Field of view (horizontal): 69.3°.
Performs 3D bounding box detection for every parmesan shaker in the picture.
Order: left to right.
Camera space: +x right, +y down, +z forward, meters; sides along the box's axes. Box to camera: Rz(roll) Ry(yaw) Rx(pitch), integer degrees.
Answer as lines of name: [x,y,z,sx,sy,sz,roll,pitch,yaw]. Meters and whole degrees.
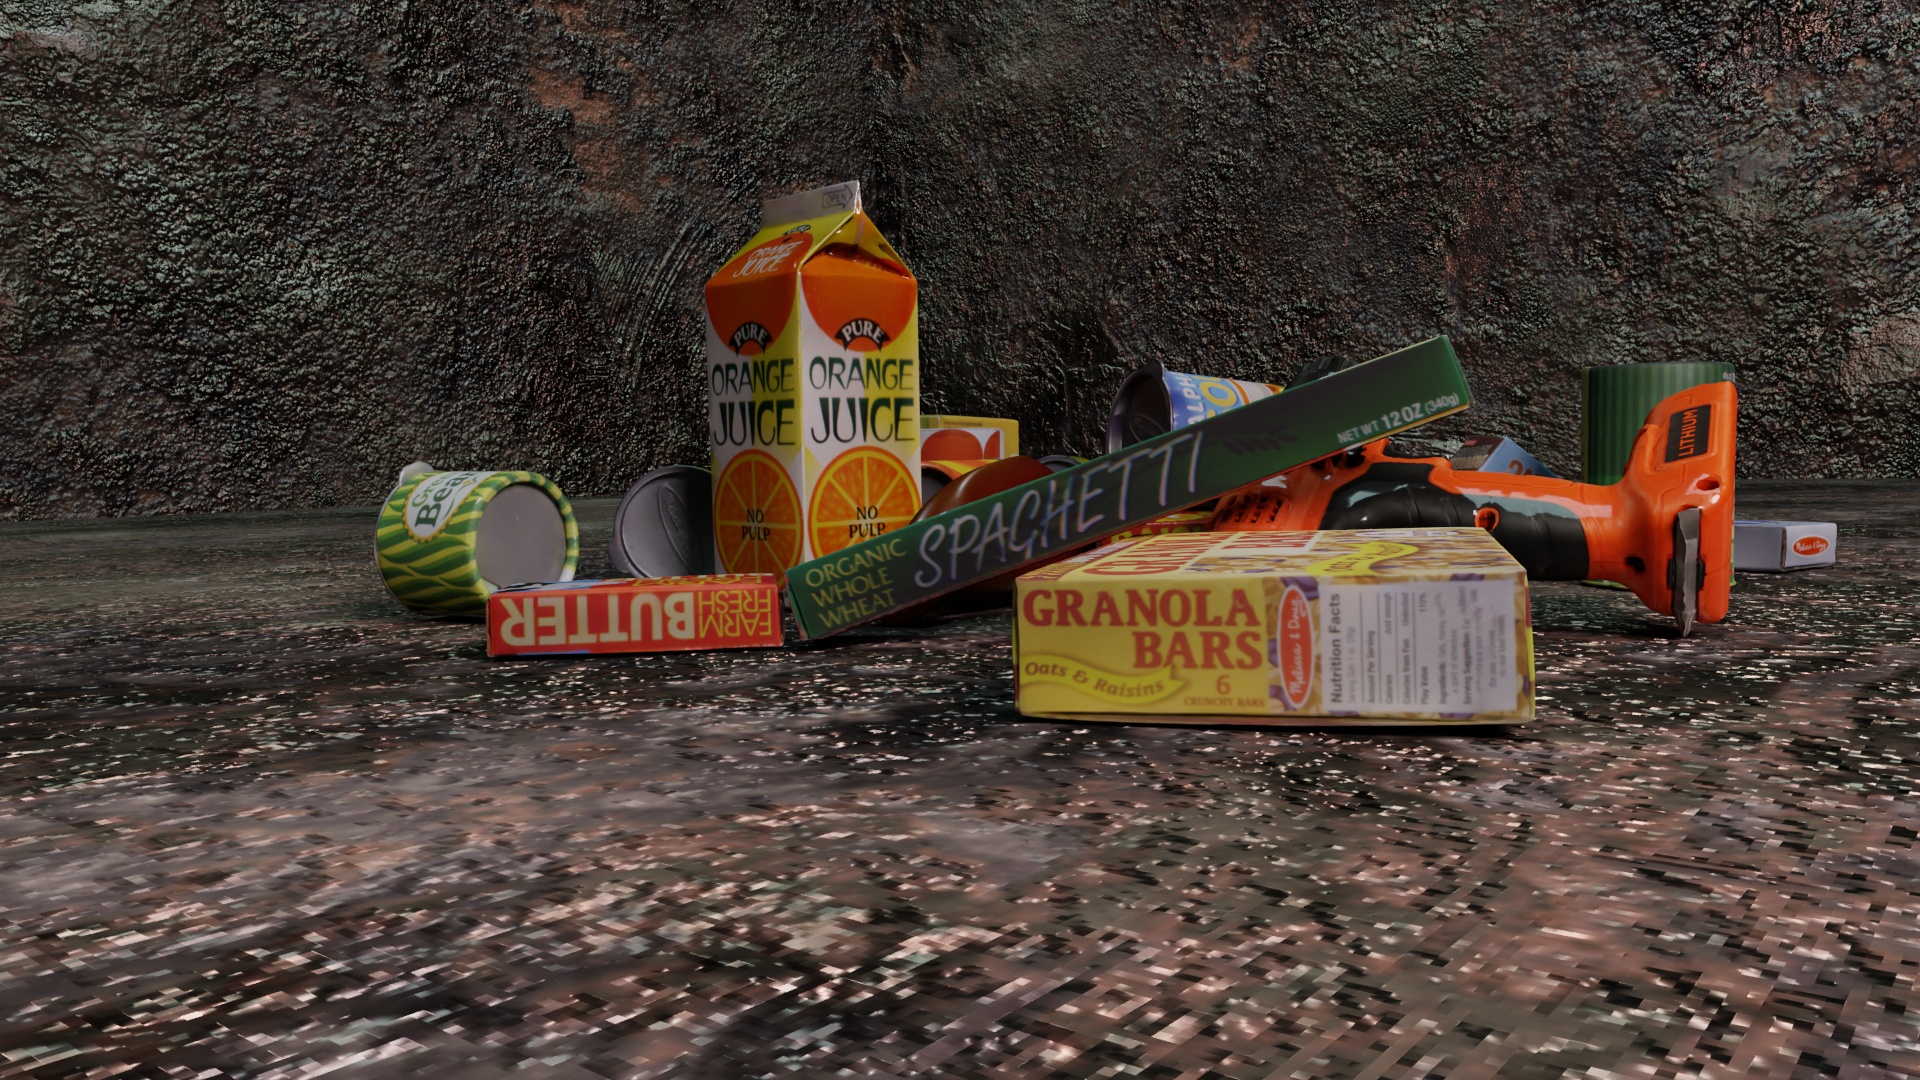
parmesan shaker: [0.326,-0.031,0.652,0.071,0.103,0.071,-1,3,0]

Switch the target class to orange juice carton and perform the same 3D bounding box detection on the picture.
orange juice carton: [-0.069,-0.067,0.650,0.073,0.192,0.072,-5,6,-44]

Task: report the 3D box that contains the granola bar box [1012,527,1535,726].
granola bar box: [0.096,0.021,0.412,0.124,0.039,0.166,-1,3,18]

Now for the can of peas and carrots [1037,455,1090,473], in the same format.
can of peas and carrots: [0.078,-0.028,1.018,0.071,0.071,0.059,0,3,16]

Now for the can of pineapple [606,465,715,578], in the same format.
can of pineapple: [-0.148,-0.007,0.731,0.071,0.071,0.058,-2,3,-8]

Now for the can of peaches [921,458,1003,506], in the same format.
can of peaches: [0.003,-0.009,0.724,0.071,0.071,0.058,1,4,40]

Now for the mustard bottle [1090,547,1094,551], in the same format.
mustard bottle: [0.069,-0.012,0.885,0.065,0.048,0.160,-2,4,-13]

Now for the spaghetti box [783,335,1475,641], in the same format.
spaghetti box: [0.057,-0.017,0.505,0.250,0.028,0.050,-20,-1,3]

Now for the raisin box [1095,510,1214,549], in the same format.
raisin box: [0.125,0.006,0.646,0.123,0.040,0.086,-2,4,6]

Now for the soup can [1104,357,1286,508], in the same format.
soup can: [0.125,-0.051,0.690,0.084,0.071,0.071,4,1,-21]

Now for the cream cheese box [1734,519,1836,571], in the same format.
cream cheese box: [0.405,0.001,0.748,0.053,0.024,0.104,-2,3,-33]

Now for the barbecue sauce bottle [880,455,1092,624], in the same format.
barbecue sauce bottle: [0.006,0.002,0.618,0.043,0.065,0.149,-41,-9,29]

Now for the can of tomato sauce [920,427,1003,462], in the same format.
can of tomato sauce: [-0.009,-0.023,0.804,0.071,0.083,0.071,-1,3,0]

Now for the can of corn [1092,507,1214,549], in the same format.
can of corn: [0.106,-0.013,0.756,0.071,0.071,0.058,-2,9,-21]

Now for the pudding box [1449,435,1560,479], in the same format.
pudding box: [0.303,-0.020,0.739,0.084,0.030,0.050,37,4,-3]

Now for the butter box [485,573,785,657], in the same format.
butter box: [-0.117,0.027,0.512,0.103,0.024,0.053,-2,3,-9]

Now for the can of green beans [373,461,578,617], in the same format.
can of green beans: [-0.213,0.002,0.616,0.058,0.071,0.071,1,4,28]
